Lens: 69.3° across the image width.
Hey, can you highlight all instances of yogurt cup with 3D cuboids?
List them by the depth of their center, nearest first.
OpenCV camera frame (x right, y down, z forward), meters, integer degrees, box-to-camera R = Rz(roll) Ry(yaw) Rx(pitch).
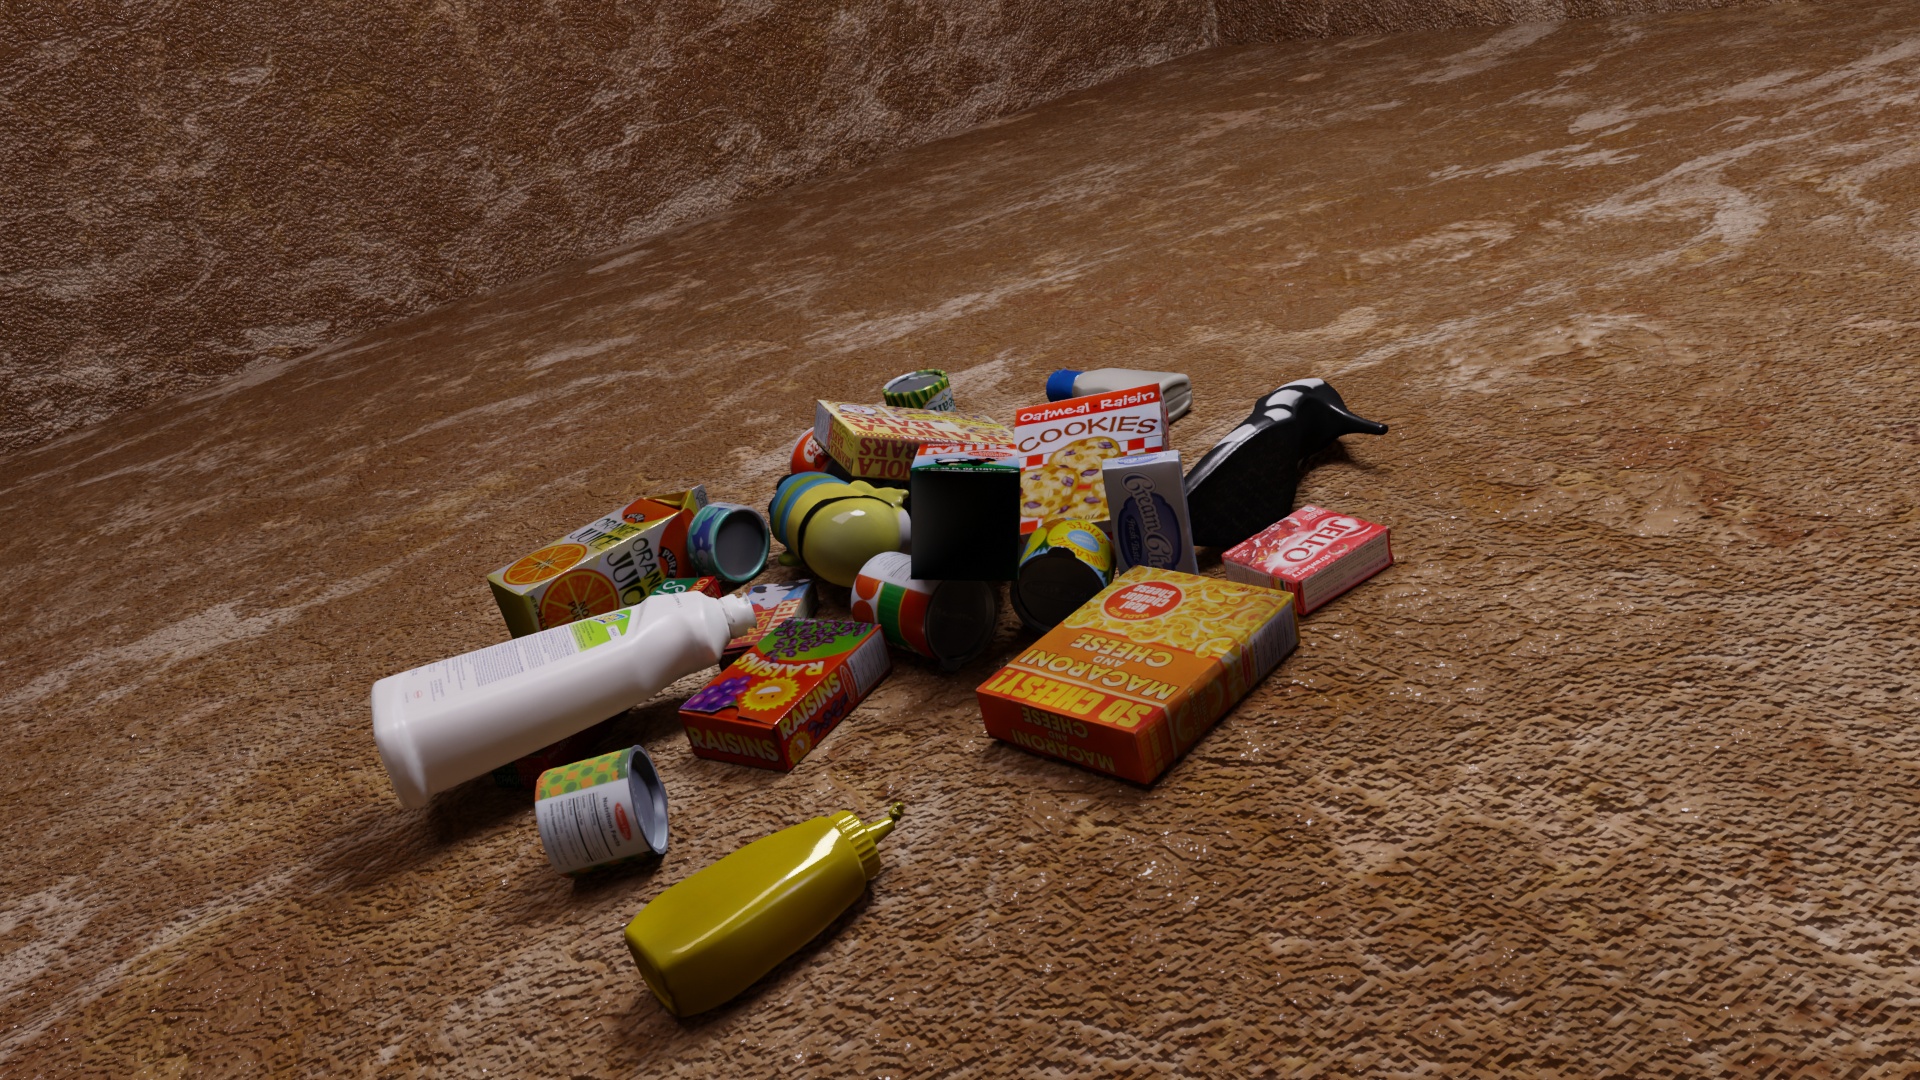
[{"bbox_3d":[-0.115,-0.067,1.269,0.072,0.072,0.054,-26,34,-23],"label":"yogurt cup"}]

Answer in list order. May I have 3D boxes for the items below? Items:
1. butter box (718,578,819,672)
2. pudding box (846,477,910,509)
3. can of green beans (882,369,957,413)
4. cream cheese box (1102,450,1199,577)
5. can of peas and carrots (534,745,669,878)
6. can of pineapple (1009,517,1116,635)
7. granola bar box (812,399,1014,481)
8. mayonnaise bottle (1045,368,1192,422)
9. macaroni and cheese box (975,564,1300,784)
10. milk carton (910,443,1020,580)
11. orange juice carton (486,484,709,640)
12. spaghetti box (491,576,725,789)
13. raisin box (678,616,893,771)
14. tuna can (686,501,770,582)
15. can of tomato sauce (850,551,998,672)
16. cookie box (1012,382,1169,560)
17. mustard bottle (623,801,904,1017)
[{"bbox_3d":[-0.144,0.064,1.044,0.053,0.024,0.104,-8,25,13],"label":"butter box"},{"bbox_3d":[-0.076,-0.039,1.224,0.084,0.030,0.050,-27,25,-27],"label":"pudding box"},{"bbox_3d":[-0.038,-0.130,1.369,0.071,0.057,0.071,-12,24,6],"label":"can of green beans"},{"bbox_3d":[0.130,-0.007,0.944,0.053,0.103,0.024,-8,17,12],"label":"cream cheese box"},{"bbox_3d":[-0.211,0.160,0.823,0.059,0.070,0.071,-15,24,1],"label":"can of peas and carrots"},{"bbox_3d":[0.072,0.023,0.953,0.071,0.070,0.058,-7,25,18],"label":"can of pineapple"},{"bbox_3d":[-0.033,-0.083,1.205,0.166,0.039,0.124,3,17,-23],"label":"granola bar box"},{"bbox_3d":[0.143,-0.137,1.302,0.065,0.041,0.148,-29,26,-33],"label":"mayonnaise bottle"},{"bbox_3d":[0.111,0.077,0.848,0.124,0.040,0.167,10,33,43],"label":"macaroni and cheese box"},{"bbox_3d":[0.005,-0.026,0.964,0.072,0.073,0.191,1,10,2],"label":"milk carton"},{"bbox_3d":[-0.283,0.024,1.155,0.193,0.071,0.073,-31,29,-32],"label":"orange juice carton"},{"bbox_3d":[-0.254,0.098,1.029,0.050,0.028,0.251,-3,27,23],"label":"spaghetti box"},{"bbox_3d":[-0.115,0.100,0.931,0.086,0.040,0.124,4,30,34],"label":"raisin box"},{"bbox_3d":[-0.193,0.004,1.157,0.033,0.070,0.071,7,32,39],"label":"tuna can"},{"bbox_3d":[-0.026,0.048,0.964,0.071,0.071,0.083,-32,28,-34],"label":"can of tomato sauce"},{"bbox_3d":[0.102,-0.052,1.093,0.123,0.040,0.168,-9,39,14],"label":"cookie box"},{"bbox_3d":[-0.091,0.182,0.723,0.161,0.048,0.065,-27,27,-27],"label":"mustard bottle"}]
